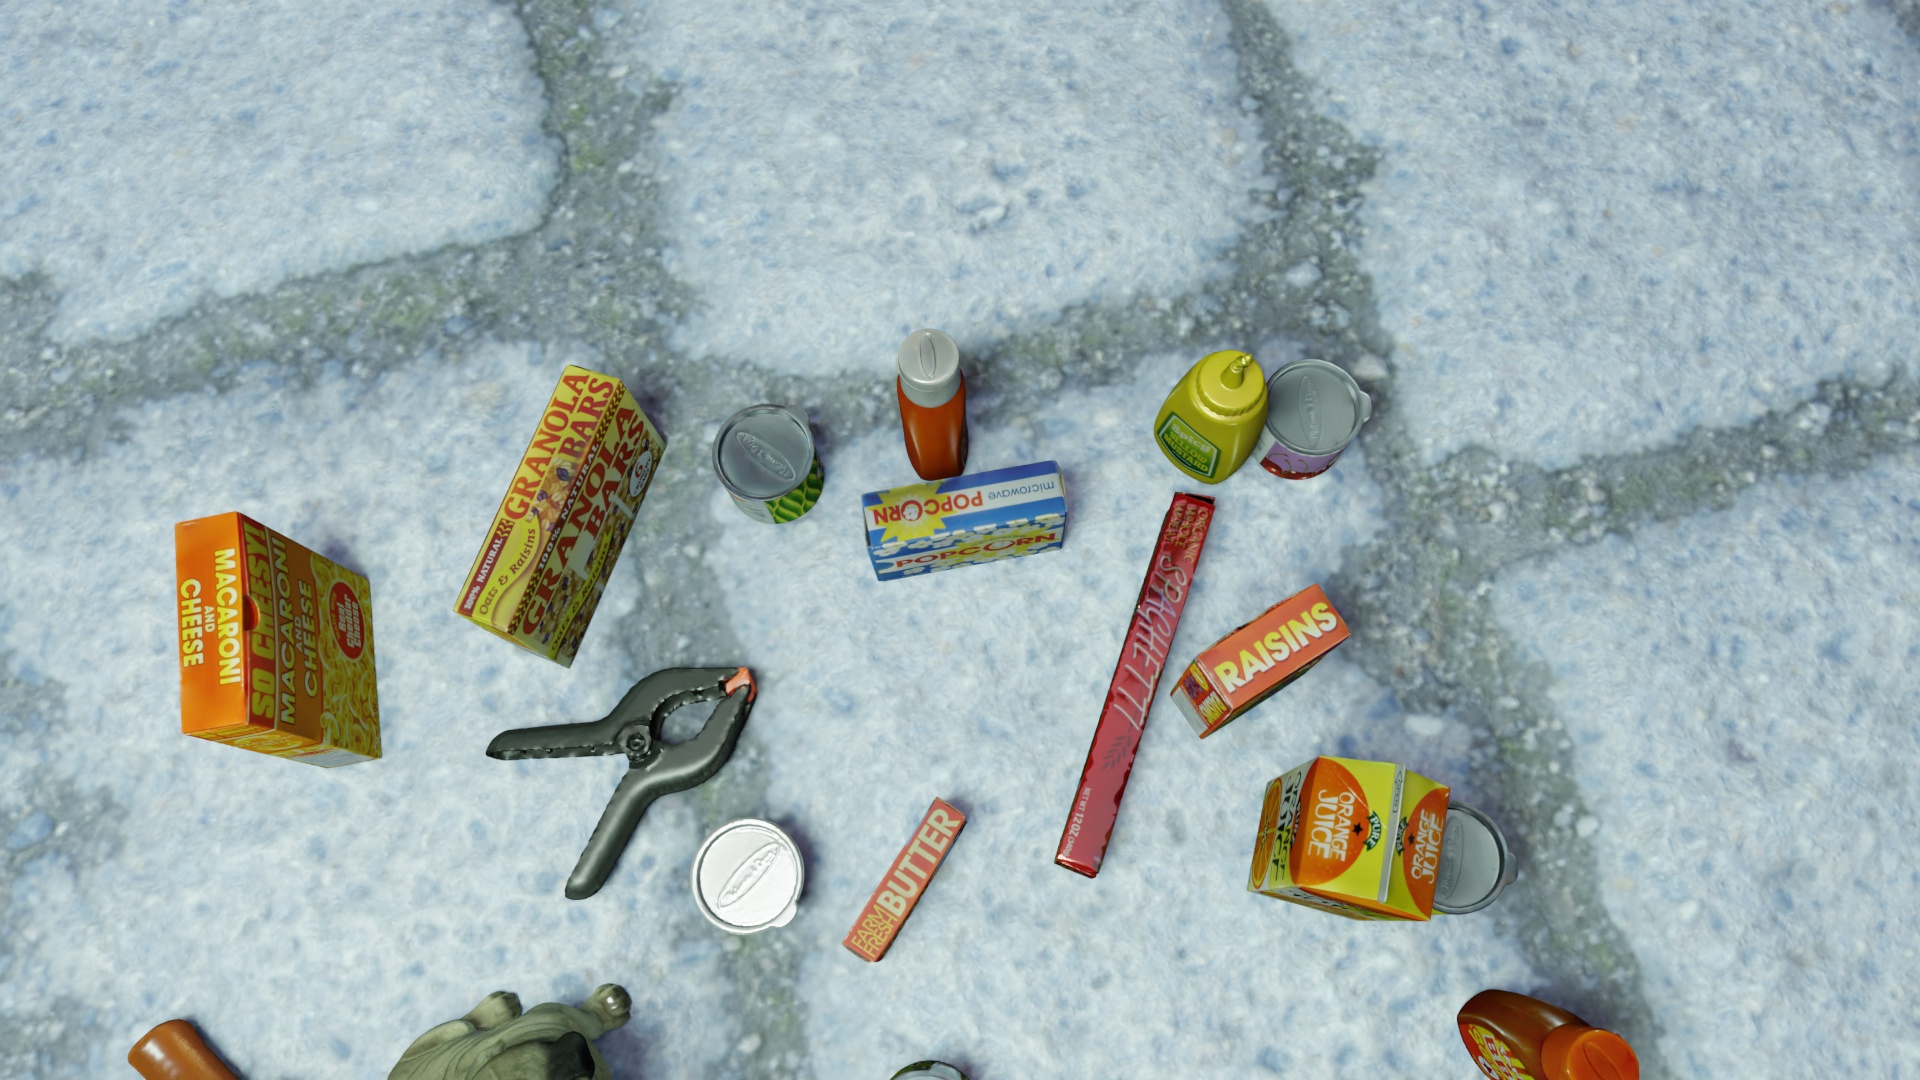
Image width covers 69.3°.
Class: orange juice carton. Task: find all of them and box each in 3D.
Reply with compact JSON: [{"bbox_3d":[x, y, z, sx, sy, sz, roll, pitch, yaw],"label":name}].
[{"bbox_3d":[0.218,0.169,0.778,0.073,0.192,0.072,13,75,5],"label":"orange juice carton"}]

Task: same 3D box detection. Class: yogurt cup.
[{"bbox_3d":[-0.126,0.205,0.847,0.072,0.053,0.072,0,74,1],"label":"yogurt cup"}]

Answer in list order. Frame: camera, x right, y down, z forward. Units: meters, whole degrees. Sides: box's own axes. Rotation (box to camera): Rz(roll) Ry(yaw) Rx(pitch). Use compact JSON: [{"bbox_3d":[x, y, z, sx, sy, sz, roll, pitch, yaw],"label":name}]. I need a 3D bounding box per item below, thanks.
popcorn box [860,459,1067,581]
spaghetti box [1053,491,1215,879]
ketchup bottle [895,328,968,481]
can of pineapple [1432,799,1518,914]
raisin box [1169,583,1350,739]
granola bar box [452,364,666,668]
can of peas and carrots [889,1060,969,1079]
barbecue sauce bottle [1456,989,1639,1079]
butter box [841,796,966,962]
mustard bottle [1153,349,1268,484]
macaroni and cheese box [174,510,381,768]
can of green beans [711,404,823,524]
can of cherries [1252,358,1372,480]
[{"bbox_3d":[0.003,-0.011,0.890,0.127,0.085,0.038,-10,75,-2],"label":"popcorn box"},{"bbox_3d":[0.111,0.088,0.877,0.029,0.050,0.250,18,75,6],"label":"spaghetti box"},{"bbox_3d":[-0.018,-0.088,0.879,0.043,0.148,0.065,-6,75,0],"label":"ketchup bottle"},{"bbox_3d":[0.291,0.193,0.839,0.071,0.057,0.071,0,74,1],"label":"can of pineapple"},{"bbox_3d":[0.178,0.075,0.842,0.086,0.123,0.040,-30,76,-7],"label":"raisin box"},{"bbox_3d":[-0.248,-0.012,0.875,0.039,0.124,0.166,19,76,6],"label":"granola bar box"},{"bbox_3d":[-0.019,0.336,0.805,0.071,0.058,0.071,0,74,1],"label":"can of peas and carrots"},{"bbox_3d":[0.325,0.283,0.766,0.044,0.148,0.065,-35,77,-8],"label":"barbecue sauce bottle"},{"bbox_3d":[-0.032,0.207,0.845,0.024,0.053,0.104,32,77,9],"label":"butter box"},{"bbox_3d":[0.160,-0.083,0.868,0.065,0.160,0.049,40,79,11],"label":"mustard bottle"},{"bbox_3d":[-0.405,0.064,0.834,0.040,0.166,0.124,-11,74,-2],"label":"macaroni and cheese box"},{"bbox_3d":[-0.126,-0.049,0.917,0.071,0.057,0.071,0,74,1],"label":"can of green beans"},{"bbox_3d":[0.229,-0.078,0.918,0.071,0.058,0.071,0,74,1],"label":"can of cherries"}]
